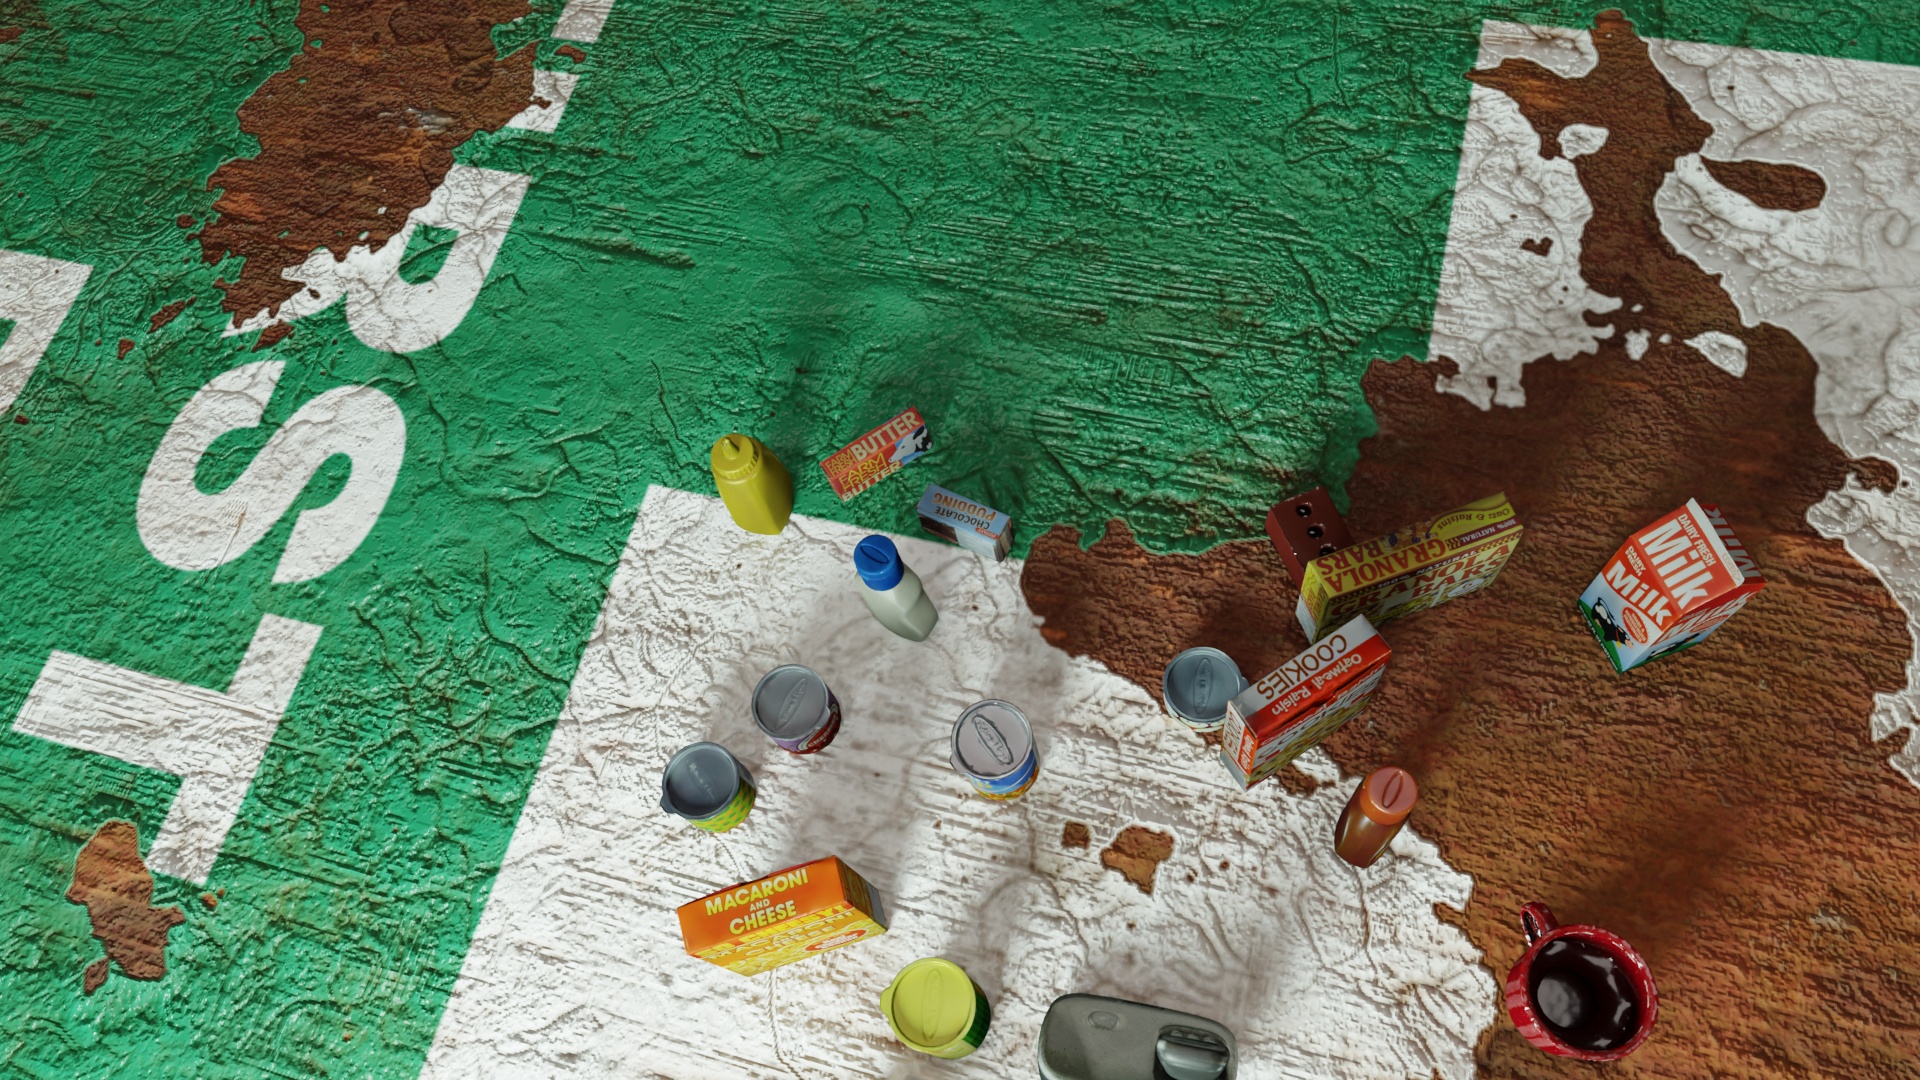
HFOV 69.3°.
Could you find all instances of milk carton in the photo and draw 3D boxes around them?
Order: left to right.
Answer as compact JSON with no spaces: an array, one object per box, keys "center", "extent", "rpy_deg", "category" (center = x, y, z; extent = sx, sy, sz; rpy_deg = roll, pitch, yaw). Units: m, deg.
[{"center":[0.552,0.034,1.074],"extent":[0.073,0.190,0.072],"rpy_deg":[-21,66,-1],"category":"milk carton"}]

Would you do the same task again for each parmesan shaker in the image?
[{"center":[-0.017,0.357,1.058],"extent":[0.071,0.102,0.071],"rpy_deg":[-3,66,7],"category":"parmesan shaker"}]

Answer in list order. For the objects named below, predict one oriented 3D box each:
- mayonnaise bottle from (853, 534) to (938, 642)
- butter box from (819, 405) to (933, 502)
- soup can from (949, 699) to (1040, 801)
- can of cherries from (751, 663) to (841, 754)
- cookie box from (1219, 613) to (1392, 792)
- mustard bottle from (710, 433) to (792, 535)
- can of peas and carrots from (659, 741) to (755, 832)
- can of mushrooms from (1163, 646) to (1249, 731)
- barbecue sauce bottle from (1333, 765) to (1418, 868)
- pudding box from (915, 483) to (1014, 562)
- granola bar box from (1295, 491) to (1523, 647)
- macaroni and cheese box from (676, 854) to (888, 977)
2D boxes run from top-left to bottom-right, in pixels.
[{"center":[-0.059,0.039,1.179],"extent":[0.065,0.147,0.041],"rpy_deg":[30,74,19],"category":"mayonnaise bottle"},{"center":[-0.077,-0.079,1.286],"extent":[0.103,0.053,0.024],"rpy_deg":[-32,66,-7],"category":"butter box"},{"center":[0.028,0.175,1.143],"extent":[0.071,0.083,0.071],"rpy_deg":[-3,66,7],"category":"soup can"},{"center":[-0.138,0.148,1.192],"extent":[0.071,0.058,0.072],"rpy_deg":[-3,66,7],"category":"can of cherries"},{"center":[0.266,0.131,1.084],"extent":[0.123,0.167,0.040],"rpy_deg":[-32,66,-6],"category":"cookie box"},{"center":[-0.189,-0.058,1.234],"extent":[0.049,0.159,0.065],"rpy_deg":[7,68,11],"category":"mustard bottle"},{"center":[-0.214,0.211,1.174],"extent":[0.071,0.058,0.071],"rpy_deg":[-3,66,7],"category":"can of peas and carrots"},{"center":[0.206,0.126,1.168],"extent":[0.071,0.033,0.071],"rpy_deg":[-3,66,7],"category":"can of mushrooms"},{"center":[0.316,0.205,1.054],"extent":[0.044,0.148,0.065],"rpy_deg":[26,73,17],"category":"barbecue sauce bottle"},{"center":[0.004,-0.016,1.249],"extent":[0.084,0.049,0.030],"rpy_deg":[23,72,17],"category":"pudding box"},{"center":[0.364,0.028,1.139],"extent":[0.166,0.123,0.039],"rpy_deg":[-20,66,-1],"category":"granola bar box"},{"center":[-0.133,0.291,1.069],"extent":[0.124,0.166,0.040],"rpy_deg":[-18,66,0],"category":"macaroni and cheese box"}]
